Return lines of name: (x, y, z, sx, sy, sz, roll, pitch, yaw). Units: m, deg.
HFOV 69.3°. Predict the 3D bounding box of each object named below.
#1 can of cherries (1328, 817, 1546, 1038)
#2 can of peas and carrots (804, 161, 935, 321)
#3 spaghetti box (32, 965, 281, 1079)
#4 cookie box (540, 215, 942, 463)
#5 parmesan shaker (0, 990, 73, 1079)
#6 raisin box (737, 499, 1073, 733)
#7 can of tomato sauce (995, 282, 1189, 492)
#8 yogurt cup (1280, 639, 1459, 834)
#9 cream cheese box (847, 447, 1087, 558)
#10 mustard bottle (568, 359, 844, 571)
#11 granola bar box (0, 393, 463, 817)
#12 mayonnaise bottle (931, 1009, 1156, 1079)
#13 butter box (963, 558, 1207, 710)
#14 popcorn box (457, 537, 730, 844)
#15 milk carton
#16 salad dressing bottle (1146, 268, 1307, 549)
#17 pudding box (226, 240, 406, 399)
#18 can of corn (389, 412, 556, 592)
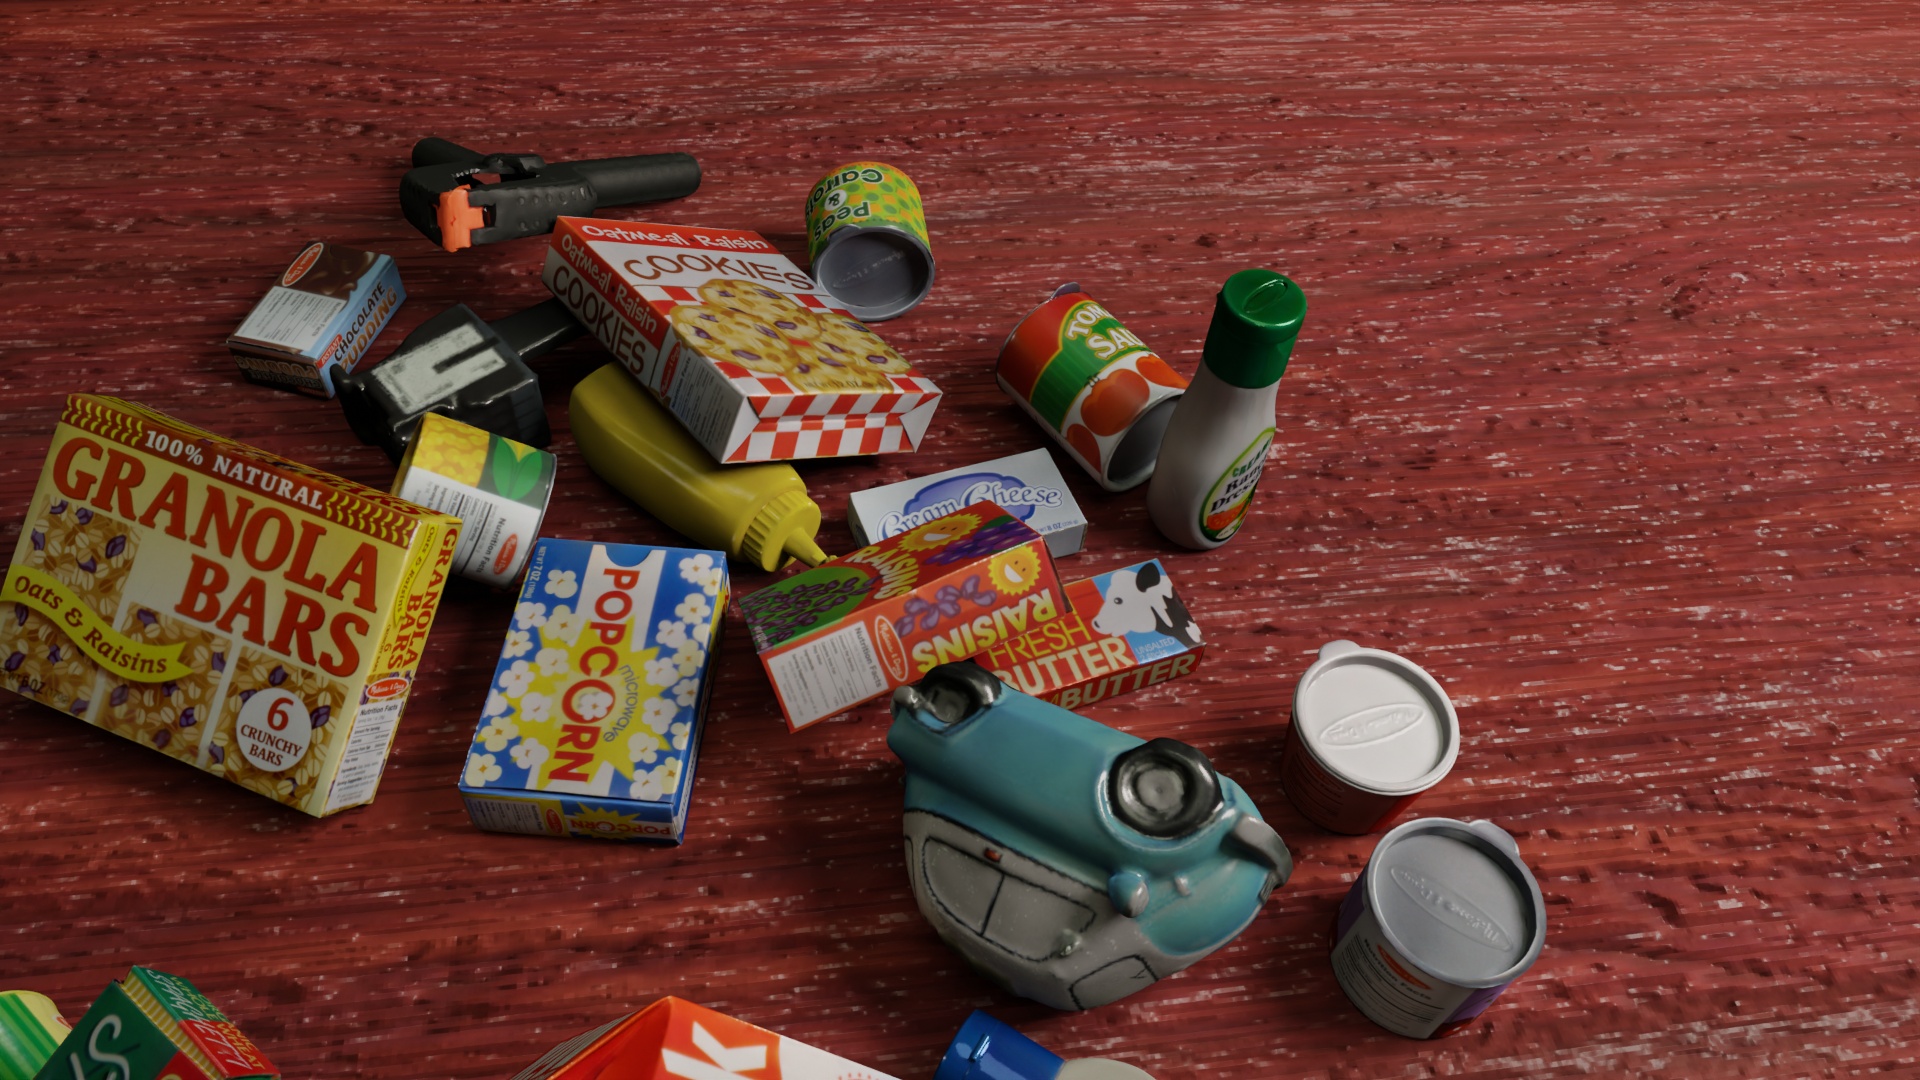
can of cherries: (0.183, 0.148, 0.533, 0.071, 0.058, 0.072, 2, 51, -2)
can of peas and carrots: (-0.051, -0.164, 0.753, 0.071, 0.070, 0.059, -4, 52, -8)
spaghetti box: (-0.288, 0.236, 0.380, 0.050, 0.028, 0.250, 33, 81, 19)
cookie box: (-0.109, -0.100, 0.678, 0.123, 0.040, 0.168, -8, 41, -47)
parmesan shaker: (-0.295, 0.202, 0.442, 0.103, 0.071, 0.071, 34, 57, 20)
raisin box: (-0.026, 0.029, 0.585, 0.123, 0.040, 0.086, -23, 16, -10)
can of tomato sauce: (0.070, -0.076, 0.694, 0.071, 0.070, 0.083, -29, 60, -25)
yogurt cup: (0.167, 0.087, 0.583, 0.072, 0.053, 0.073, 2, 52, -3)
cream cheese box: (0.002, -0.008, 0.664, 0.104, 0.024, 0.053, -14, 53, -16)
mustard bottle: (-0.115, -0.028, 0.653, 0.160, 0.048, 0.065, 38, 49, 22)
granola bar box: (-0.299, 0.024, 0.563, 0.166, 0.039, 0.124, 19, 91, 10)
mayonnaise bottle: (0.060, 0.217, 0.481, 0.148, 0.041, 0.065, 27, 51, 17)
butter box: (0.053, 0.046, 0.625, 0.104, 0.024, 0.053, -15, 54, -17)
popcorn box: (-0.150, 0.062, 0.587, 0.085, 0.038, 0.127, 4, 52, 0)
milk carton: (-0.065, 0.192, 0.410, 0.190, 0.072, 0.074, 30, 47, -24)
salad dressing bottle: (0.121, -0.057, 0.633, 0.064, 0.146, 0.044, -37, 63, -28)
pudding box: (-0.330, -0.115, 0.717, 0.050, 0.030, 0.084, 11, 52, 6)
can of corn: (-0.219, -0.018, 0.616, 0.058, 0.071, 0.071, 21, 47, -25)
